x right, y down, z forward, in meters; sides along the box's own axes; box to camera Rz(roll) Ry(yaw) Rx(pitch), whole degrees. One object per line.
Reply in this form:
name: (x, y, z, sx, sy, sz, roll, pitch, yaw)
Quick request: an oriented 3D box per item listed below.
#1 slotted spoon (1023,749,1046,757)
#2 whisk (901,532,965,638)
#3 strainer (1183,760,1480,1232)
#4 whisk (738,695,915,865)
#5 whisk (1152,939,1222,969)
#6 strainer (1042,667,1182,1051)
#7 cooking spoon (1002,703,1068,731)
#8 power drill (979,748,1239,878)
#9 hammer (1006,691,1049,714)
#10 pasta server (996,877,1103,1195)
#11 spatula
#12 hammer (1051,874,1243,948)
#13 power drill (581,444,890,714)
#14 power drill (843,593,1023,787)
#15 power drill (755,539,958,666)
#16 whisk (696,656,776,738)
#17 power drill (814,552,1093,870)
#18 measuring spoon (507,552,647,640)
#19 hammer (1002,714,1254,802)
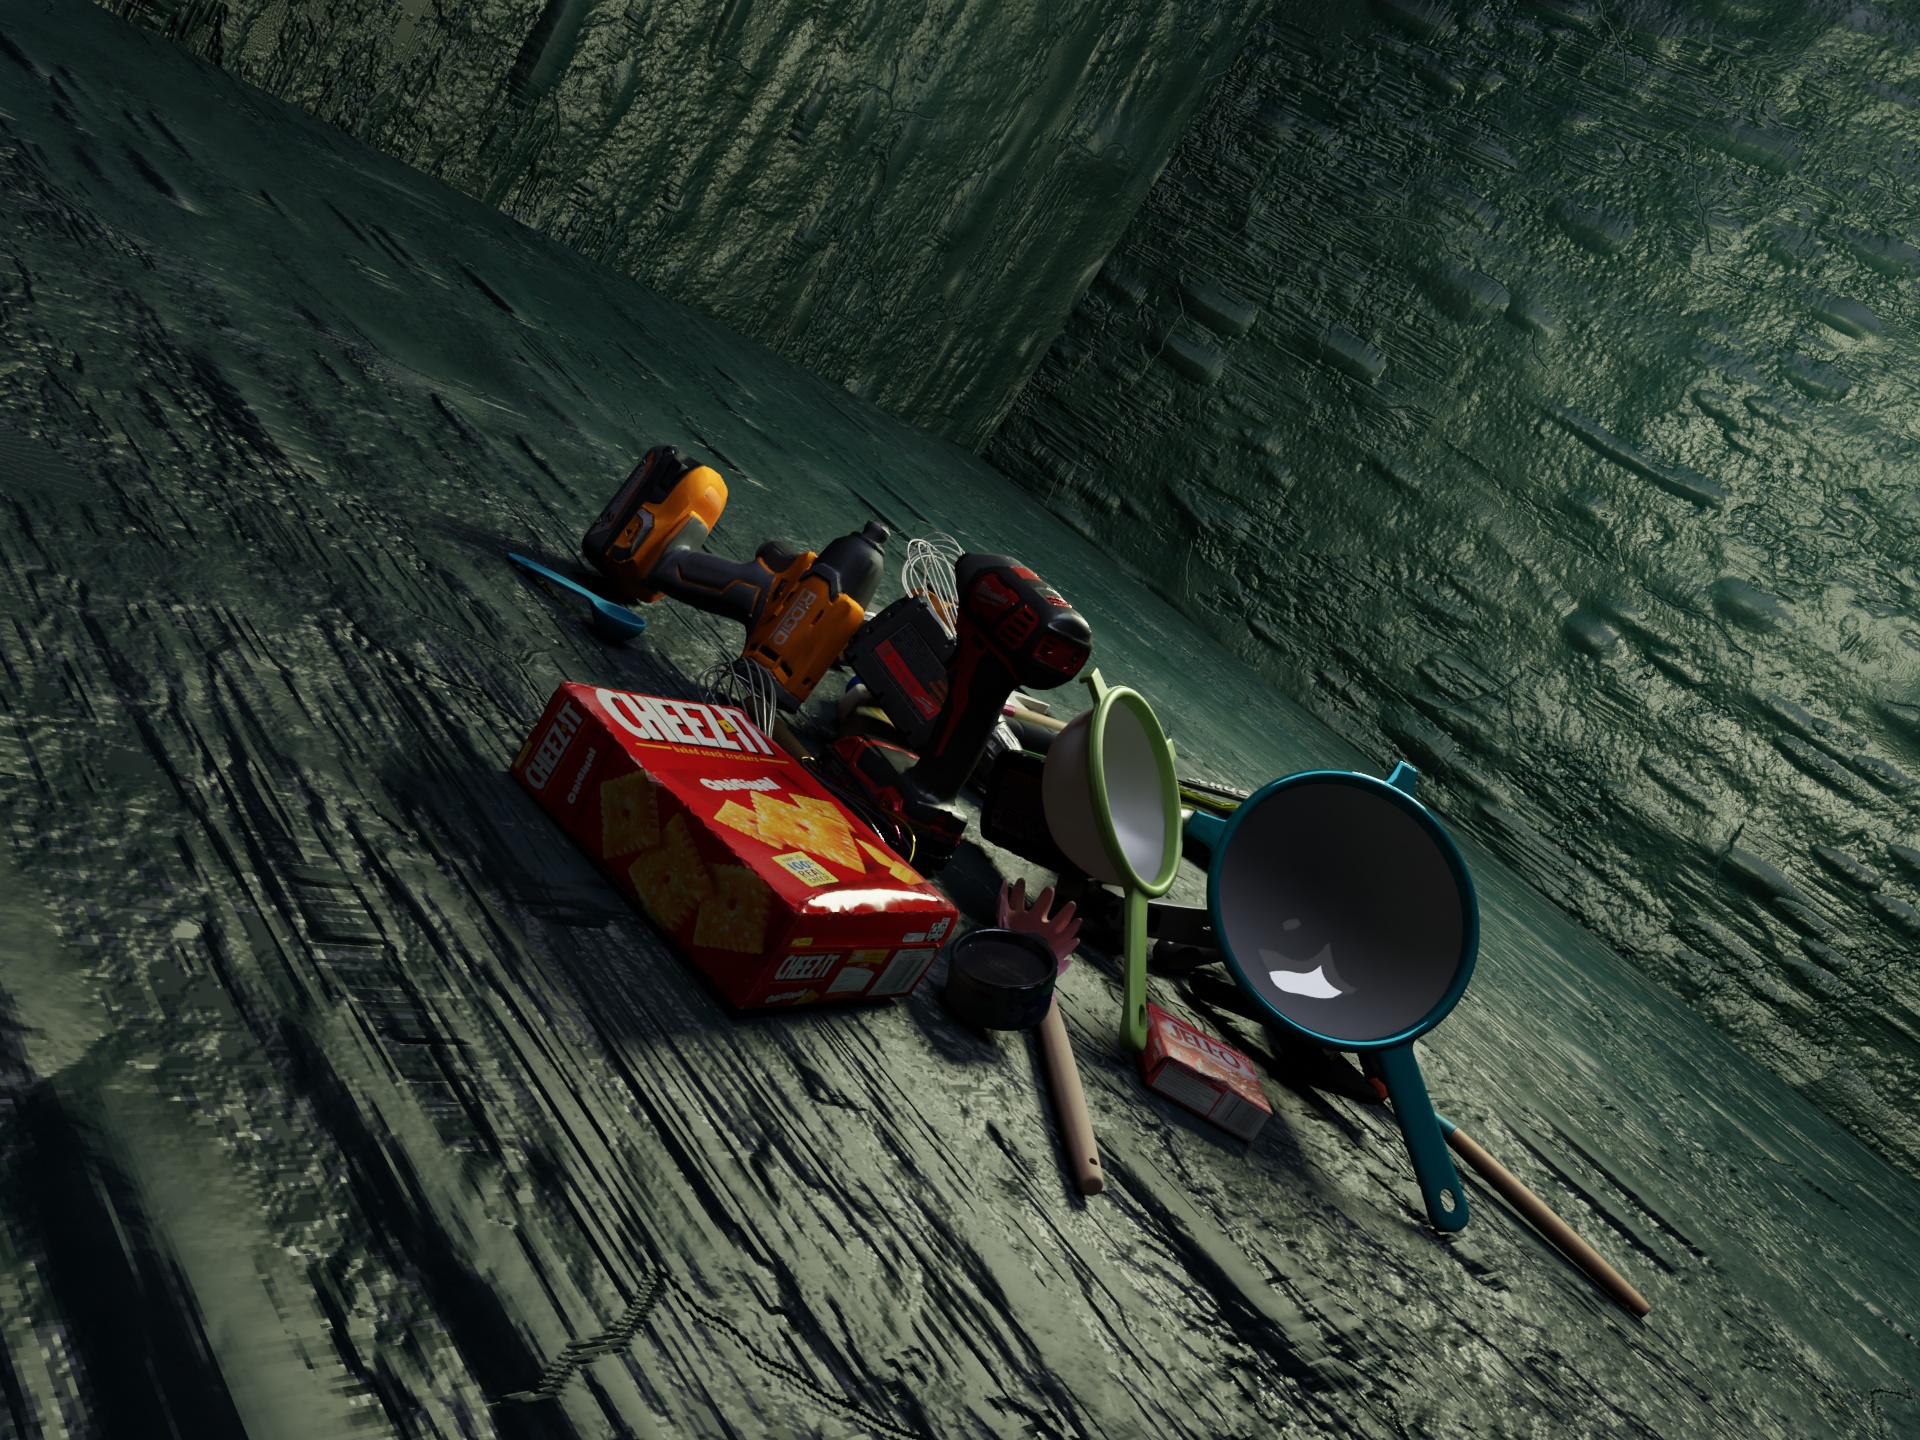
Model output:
slotted spoon: (0.144, 0.073, 1.464, 0.070, 0.031, 0.314, 8, 14, -43)
whisk: (0.007, -0.051, 1.480, 0.070, 0.070, 0.285, 14, 50, -54)
strainer: (0.291, 0.208, 1.182, 0.095, 0.211, 0.340, 122, -47, -68)
whisk: (-0.097, 0.044, 1.113, 0.051, 0.047, 0.245, 21, 15, -40)
whisk: (0.248, 0.193, 1.365, 0.295, 0.073, 0.073, 7, 29, -51)
strainer: (0.097, 0.103, 1.103, 0.151, 0.069, 0.257, 37, 49, -52)
cooking spoon: (0.071, 0.000, 1.575, 0.318, 0.017, 0.069, 19, -19, -26)
power drill: (0.126, 0.077, 1.302, 0.171, 0.080, 0.223, 20, 9, 41)
hammer: (0.161, 0.066, 1.656, 0.331, 0.031, 0.130, 35, 14, 5)
pasta server: (0.060, 0.187, 0.990, 0.060, 0.040, 0.316, 19, 18, -11)
spatula: (0.417, 0.340, 1.262, 0.044, 0.082, 0.318, -33, 63, -26)
hammer: (0.155, 0.126, 1.370, 0.146, 0.035, 0.335, 13, 10, 2)
power drill: (-0.170, -0.127, 1.257, 0.227, 0.164, 0.084, 33, -6, 23)
power drill: (-0.002, -0.004, 1.327, 0.188, 0.080, 0.226, 53, 3, 12)
power drill: (-0.089, -0.107, 1.589, 0.226, 0.084, 0.186, 12, 24, -47)
whisk: (-0.140, 0.023, 1.085, 0.055, 0.055, 0.239, 25, 20, -31)
power drill: (-0.007, -0.015, 1.140, 0.078, 0.219, 0.143, 22, 18, -41)
measuring spoon: (-0.293, -0.091, 1.195, 0.129, 0.021, 0.042, 28, 11, 17)
hammer: (0.178, 0.045, 1.476, 0.409, 0.036, 0.149, 16, 17, 13)
